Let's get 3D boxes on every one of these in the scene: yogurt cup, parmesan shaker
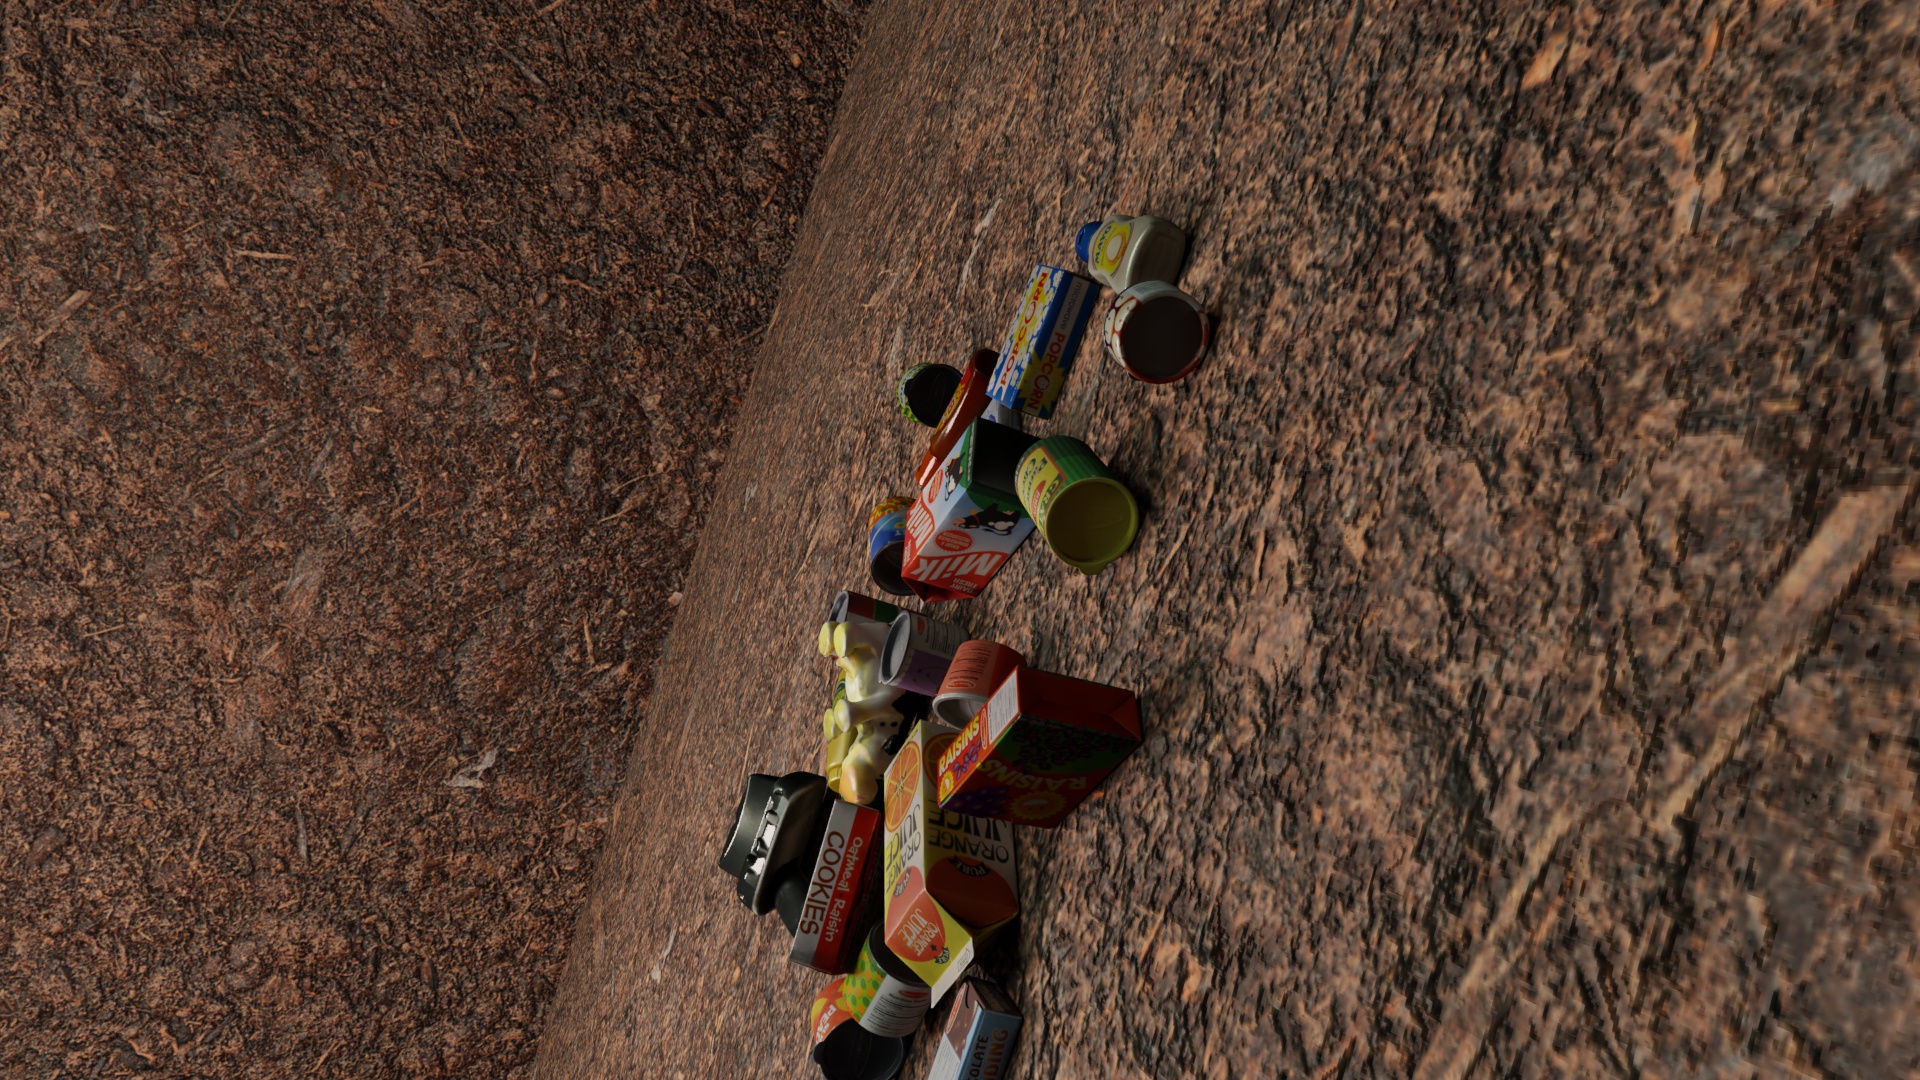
[{"bbox_3d":[0.018,0.110,1.043,0.072,0.072,0.054,-44,25,56],"label":"yogurt cup"},{"bbox_3d":[0.080,-0.027,0.988,0.103,0.071,0.071,-118,48,-67],"label":"parmesan shaker"}]

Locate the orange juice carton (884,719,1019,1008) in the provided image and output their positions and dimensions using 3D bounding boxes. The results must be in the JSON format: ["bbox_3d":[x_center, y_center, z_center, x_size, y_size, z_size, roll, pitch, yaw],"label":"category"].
[{"bbox_3d":[-0.009,0.229,0.987,0.194,0.073,0.071,-94,28,-49],"label":"orange juice carton"}]

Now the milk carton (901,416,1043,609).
[{"bbox_3d":[0.004,-0.015,1.190,0.189,0.073,0.073,129,153,-49],"label":"milk carton"}]

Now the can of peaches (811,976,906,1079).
[{"bbox_3d":[-0.081,0.377,1.063,0.058,0.071,0.071,-133,62,-71],"label":"can of peaches"}]

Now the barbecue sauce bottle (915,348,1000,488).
[{"bbox_3d":[0.002,-0.111,1.340,0.147,0.044,0.065,-61,5,33],"label":"barbecue sauce bottle"}]

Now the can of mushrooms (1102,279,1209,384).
[{"bbox_3d":[0.132,-0.138,0.940,0.033,0.071,0.071,-121,52,-66],"label":"can of mushrooms"}]

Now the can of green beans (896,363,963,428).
[{"bbox_3d":[-0.029,-0.151,1.438,0.058,0.071,0.071,-154,82,-73],"label":"can of green beans"}]

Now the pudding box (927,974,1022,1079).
[{"bbox_3d":[0.008,0.334,0.904,0.050,0.030,0.083,-155,83,-74],"label":"pudding box"}]

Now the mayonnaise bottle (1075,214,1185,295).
[{"bbox_3d":[0.127,-0.224,1.079,0.148,0.041,0.064,-127,55,-68],"label":"mayonnaise bottle"}]

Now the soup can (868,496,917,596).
[{"bbox_3d":[-0.055,0.003,1.366,0.084,0.071,0.071,-100,33,-57],"label":"soup can"}]

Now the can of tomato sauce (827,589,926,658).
[{"bbox_3d":[-0.082,0.089,1.330,0.071,0.083,0.071,-160,89,-73],"label":"can of tomato sauce"}]

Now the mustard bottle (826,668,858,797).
[{"bbox_3d":[-0.102,0.193,1.345,0.065,0.049,0.161,127,155,-50],"label":"mustard bottle"}]

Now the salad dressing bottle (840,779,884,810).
[{"bbox_3d":[-0.104,0.285,1.271,0.064,0.044,0.148,-18,54,68],"label":"salad dressing bottle"}]

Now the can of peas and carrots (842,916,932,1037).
[{"bbox_3d":[-0.047,0.320,1.025,0.071,0.071,0.058,-102,34,-58],"label":"can of peas and carrots"}]

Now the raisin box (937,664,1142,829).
[{"bbox_3d":[0.048,0.135,0.887,0.122,0.086,0.040,125,151,-43],"label":"raisin box"}]

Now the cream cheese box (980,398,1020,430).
[{"bbox_3d":[0.033,-0.083,1.252,0.104,0.024,0.053,-89,24,-44],"label":"cream cheese box"}]

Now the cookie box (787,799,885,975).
[{"bbox_3d":[-0.082,0.276,1.100,0.167,0.040,0.123,67,-143,-73],"label":"cookie box"}]

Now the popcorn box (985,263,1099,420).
[{"bbox_3d":[0.070,-0.174,1.208,0.126,0.038,0.085,-69,19,9],"label":"popcorn box"}]

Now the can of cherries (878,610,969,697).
[{"bbox_3d":[-0.032,0.102,1.209,0.071,0.058,0.071,-161,89,-72],"label":"can of cherries"}]
